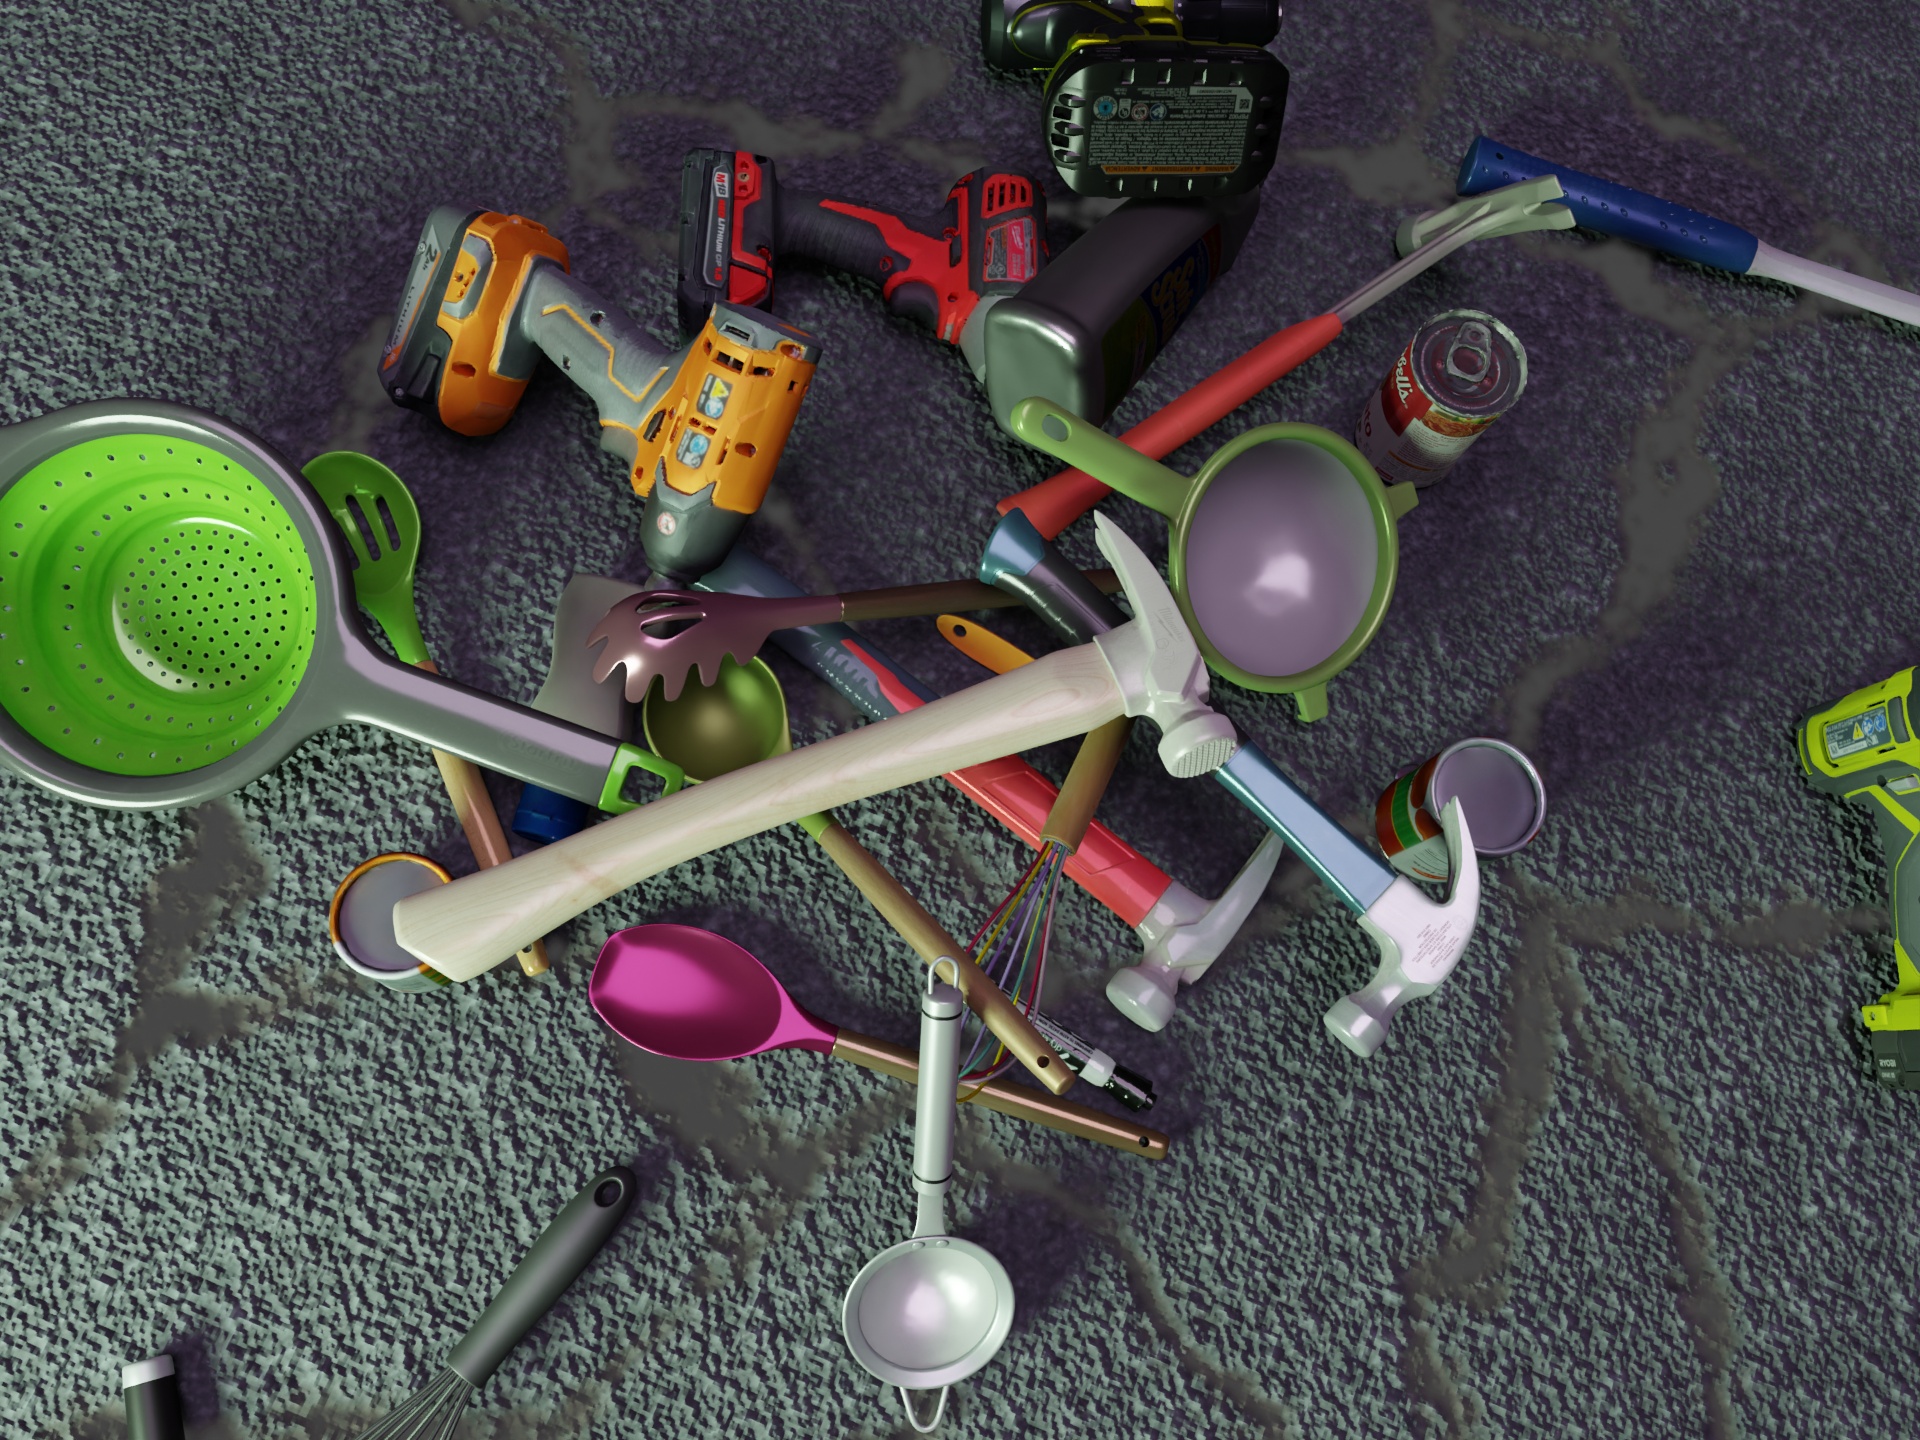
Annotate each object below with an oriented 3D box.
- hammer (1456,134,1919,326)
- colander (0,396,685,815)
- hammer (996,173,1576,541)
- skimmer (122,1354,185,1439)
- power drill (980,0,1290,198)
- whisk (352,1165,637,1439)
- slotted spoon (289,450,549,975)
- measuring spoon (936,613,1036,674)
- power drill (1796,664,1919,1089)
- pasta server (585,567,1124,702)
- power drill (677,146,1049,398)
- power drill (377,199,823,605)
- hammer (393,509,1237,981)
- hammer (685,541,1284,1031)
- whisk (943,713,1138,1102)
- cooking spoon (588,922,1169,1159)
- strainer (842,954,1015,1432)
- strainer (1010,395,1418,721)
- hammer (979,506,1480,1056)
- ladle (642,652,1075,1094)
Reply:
[{"bbox_3d":[0.522,-0.302,1.029,0.405,0.035,0.144,18,73,0],"label":"hammer"},{"bbox_3d":[-0.333,-0.030,0.833,0.397,0.094,0.204,20,91,-5],"label":"colander"},{"bbox_3d":[0.179,-0.207,0.929,0.359,0.149,0.036,-34,106,-8],"label":"hammer"},{"bbox_3d":[-0.360,0.472,0.691,0.127,0.090,0.363,-22,72,21],"label":"skimmer"},{"bbox_3d":[0.118,-0.397,0.956,0.190,0.080,0.229,-2,41,-6],"label":"power drill"},{"bbox_3d":[-0.238,0.318,0.772,0.055,0.055,0.239,37,70,6],"label":"whisk"},{"bbox_3d":[-0.289,-0.006,0.870,0.070,0.031,0.314,-25,79,-4],"label":"slotted spoon"},{"bbox_3d":[0.038,-0.031,0.915,0.117,0.021,0.011,30,31,5],"label":"measuring spoon"},{"bbox_3d":[0.539,0.080,0.851,0.080,0.171,0.223,-4,78,-7],"label":"power drill"},{"bbox_3d":[-0.044,-0.060,0.871,0.316,0.040,0.060,-8,61,-25],"label":"pasta server"},{"bbox_3d":[-0.055,-0.261,0.944,0.219,0.078,0.143,2,74,-8],"label":"power drill"},{"bbox_3d":[-0.200,-0.173,0.866,0.226,0.084,0.164,27,102,16],"label":"power drill"},{"bbox_3d":[-0.080,0.023,0.787,0.410,0.038,0.146,-20,64,-4],"label":"hammer"},{"bbox_3d":[-0.001,-0.003,0.891,0.386,0.038,0.143,38,73,6],"label":"hammer"},{"bbox_3d":[0.042,0.086,0.830,0.047,0.051,0.245,35,65,-17],"label":"whisk"},{"bbox_3d":[-0.042,0.178,0.844,0.319,0.017,0.069,18,74,1],"label":"cooking spoon"},{"bbox_3d":[-0.013,0.228,0.774,0.087,0.050,0.258,0,111,-9],"label":"strainer"},{"bbox_3d":[0.127,-0.113,0.890,0.256,0.069,0.151,25,87,-23],"label":"strainer"},{"bbox_3d":[0.131,0.011,0.830,0.128,0.033,0.331,-44,77,-7],"label":"hammer"},{"bbox_3d":[-0.055,0.069,0.800,0.078,0.062,0.320,-45,58,-3],"label":"ladle"}]
